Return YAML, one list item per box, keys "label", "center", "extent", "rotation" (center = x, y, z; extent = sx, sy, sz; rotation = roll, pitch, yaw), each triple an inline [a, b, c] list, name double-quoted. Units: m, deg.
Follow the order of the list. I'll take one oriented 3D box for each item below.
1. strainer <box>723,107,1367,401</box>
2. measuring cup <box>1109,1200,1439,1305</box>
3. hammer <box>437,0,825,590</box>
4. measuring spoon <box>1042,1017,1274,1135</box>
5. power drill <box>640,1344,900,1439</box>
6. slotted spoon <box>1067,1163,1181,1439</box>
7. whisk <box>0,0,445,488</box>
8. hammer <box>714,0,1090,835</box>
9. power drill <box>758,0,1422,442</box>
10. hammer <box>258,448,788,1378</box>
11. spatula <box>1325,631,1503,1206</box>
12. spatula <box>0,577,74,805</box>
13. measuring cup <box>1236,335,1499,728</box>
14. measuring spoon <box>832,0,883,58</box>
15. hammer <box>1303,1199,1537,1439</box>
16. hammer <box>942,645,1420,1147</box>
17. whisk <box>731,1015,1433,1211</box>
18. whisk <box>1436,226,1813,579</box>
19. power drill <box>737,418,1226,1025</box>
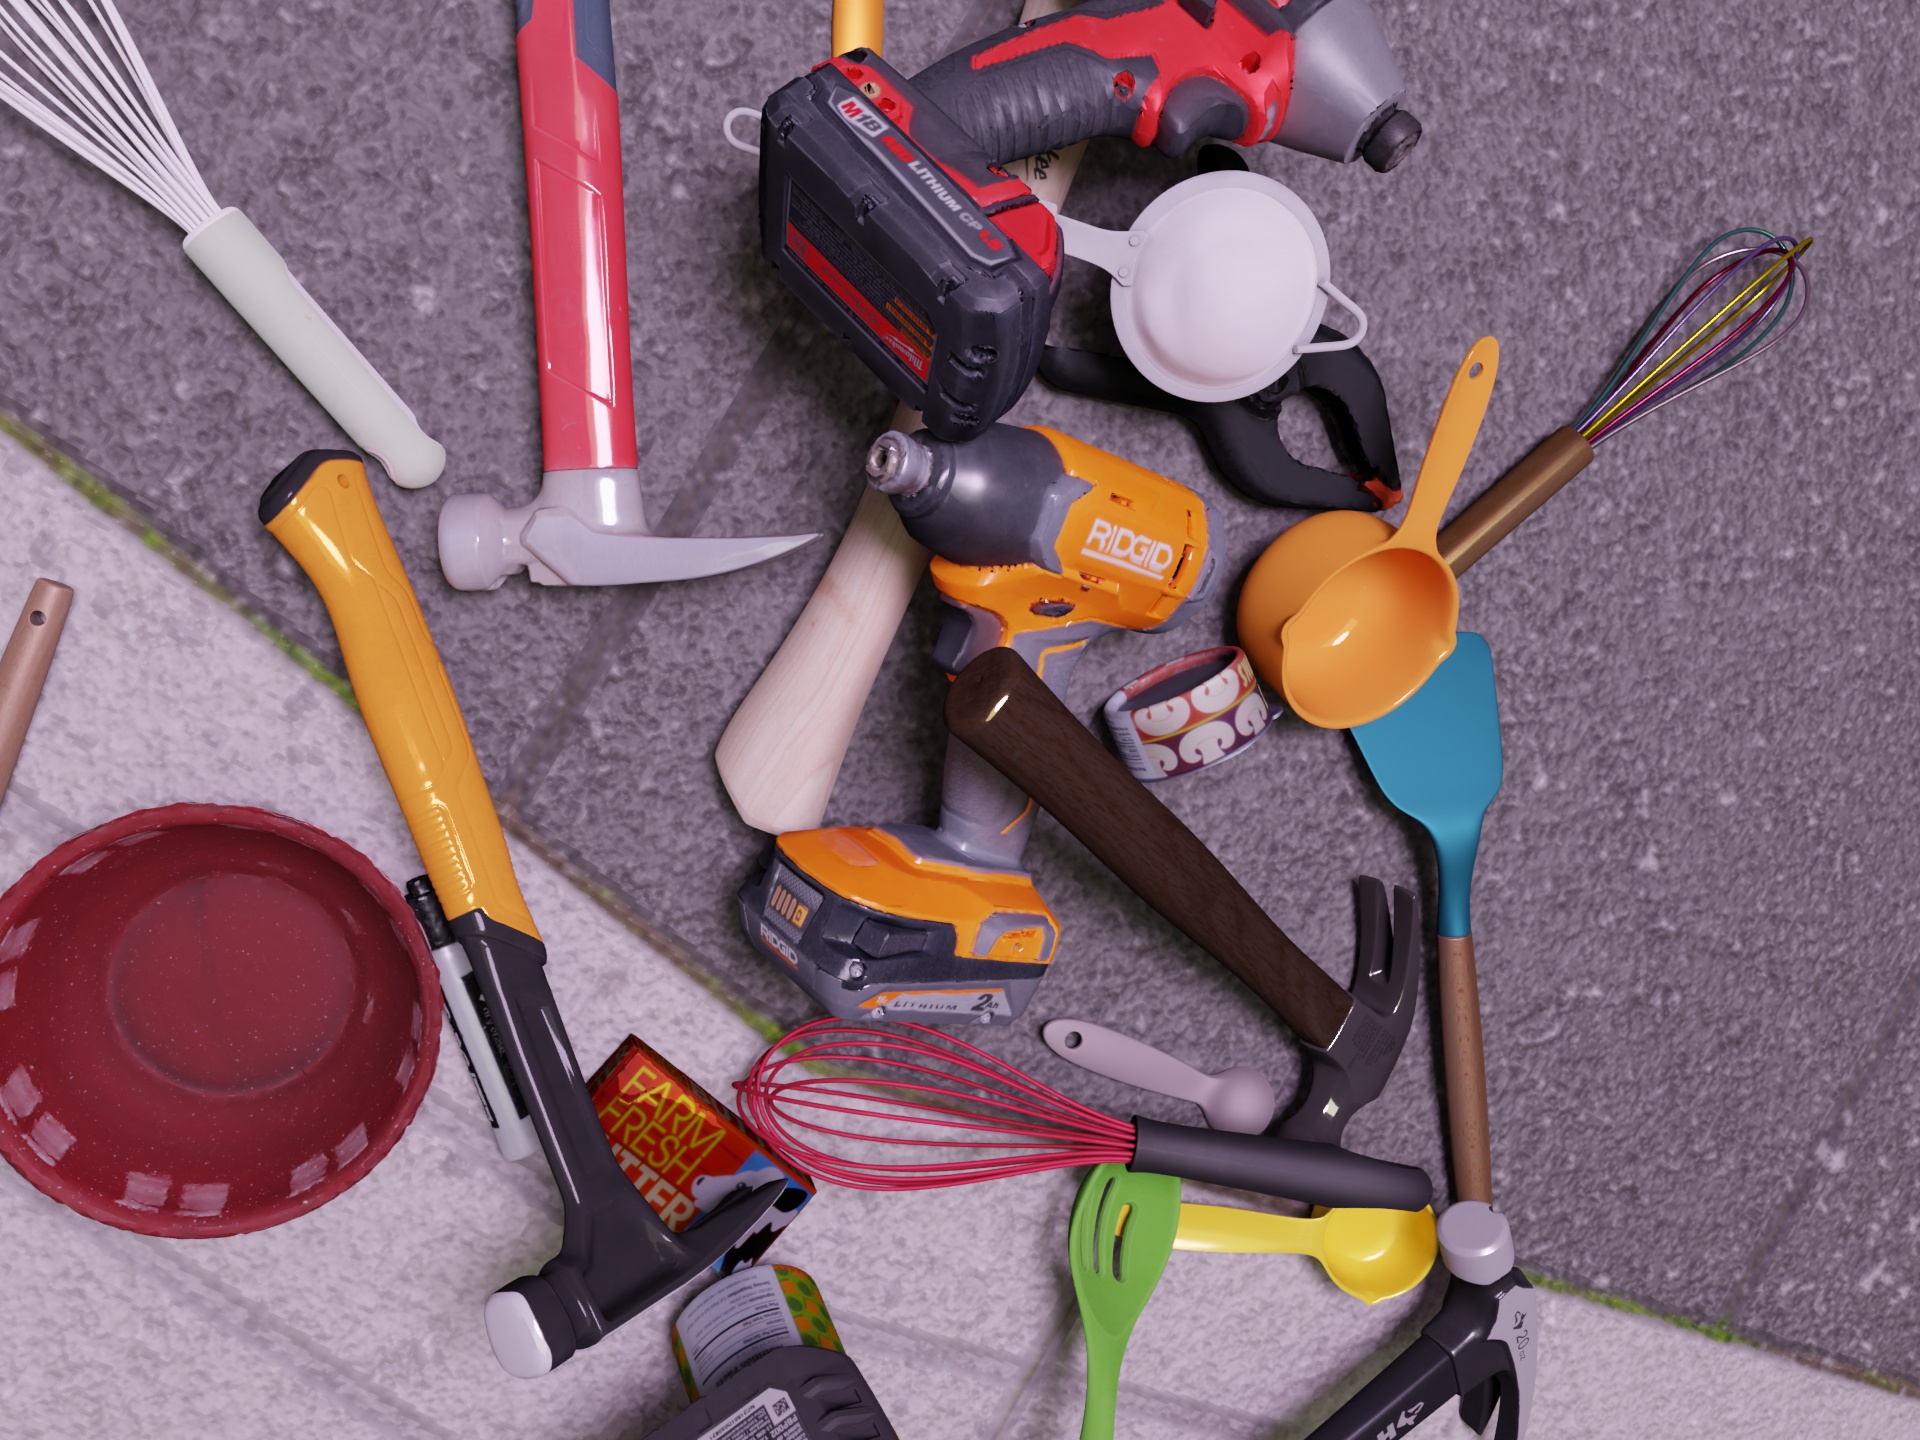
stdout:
- label: "strainer"
  center: [0.036, -0.180, 0.593]
  extent: [0.258, 0.050, 0.086]
  rotation: [16, 111, -6]
- label: "measuring cup"
  center: [0.143, 0.234, 0.742]
  extent: [0.156, 0.029, 0.062]
  rotation: [6, 96, -4]
- label: "hammer"
  center: [-0.131, -0.244, 0.591]
  extent: [0.143, 0.038, 0.386]
  rotation: [-2, 95, 0]
- label: "measuring spoon"
  center: [0.092, 0.161, 0.717]
  extent: [0.124, 0.018, 0.034]
  rotation: [24, 90, -19]
- label: "power drill"
  center: [-0.044, 0.345, 0.635]
  extent: [0.190, 0.080, 0.228]
  rotation: [-33, 134, -11]
- label: "slotted spoon"
  center: [0.049, 0.326, 0.647]
  extent: [0.070, 0.031, 0.314]
  rotation: [34, 56, -38]
- label: "whisk"
  center: [-0.273, -0.183, 0.569]
  extent: [0.059, 0.058, 0.246]
  rotation: [-44, 110, -15]
- label: "hammer"
  center: [0.008, -0.143, 0.637]
  extent: [0.146, 0.038, 0.410]
  rotation: [21, 93, 2]
- label: "power drill"
  center: [0.050, -0.201, 0.543]
  extent: [0.220, 0.078, 0.143]
  rotation: [-40, 79, -20]
- label: "hammer"
  center: [-0.174, 0.057, 0.592]
  extent: [0.127, 0.034, 0.337]
  rotation: [-20, 87, -53]
- label: "spatula"
  center: [0.230, 0.120, 0.749]
  extent: [0.082, 0.044, 0.317]
  rotation: [-11, 104, -12]
- label: "spatula"
  center: [-0.385, 0.097, 0.584]
  extent: [0.059, 0.018, 0.316]
  rotation: [21, 92, -17]
- label: "measuring cup"
  center: [0.174, -0.083, 0.668]
  extent: [0.095, 0.052, 0.173]
  rotation: [3, 117, -28]
- label: "measuring spoon"
  center: [-0.041, -0.257, 0.638]
  extent: [0.021, 0.011, 0.117]
  rotation: [1, 96, -15]
- label: "hammer"
  center: [0.126, 0.357, 0.698]
  extent: [0.335, 0.035, 0.146]
  rotation: [-30, 121, -18]
- label: "hammer"
  center: [0.101, 0.072, 0.639]
  extent: [0.331, 0.031, 0.130]
  rotation: [43, 73, -39]
- label: "whisk"
  center: [0.052, 0.172, 0.659]
  extent: [0.296, 0.073, 0.073]
  rotation: [10, 94, -3]
- label: "whisk"
  center: [0.298, -0.143, 0.727]
  extent: [0.245, 0.047, 0.051]
  rotation: [-41, 106, -4]
- label: "power drill"
  center: [-0.001, -0.002, 0.605]
  extent: [0.164, 0.084, 0.226]
  rotation: [13, 103, -44]
